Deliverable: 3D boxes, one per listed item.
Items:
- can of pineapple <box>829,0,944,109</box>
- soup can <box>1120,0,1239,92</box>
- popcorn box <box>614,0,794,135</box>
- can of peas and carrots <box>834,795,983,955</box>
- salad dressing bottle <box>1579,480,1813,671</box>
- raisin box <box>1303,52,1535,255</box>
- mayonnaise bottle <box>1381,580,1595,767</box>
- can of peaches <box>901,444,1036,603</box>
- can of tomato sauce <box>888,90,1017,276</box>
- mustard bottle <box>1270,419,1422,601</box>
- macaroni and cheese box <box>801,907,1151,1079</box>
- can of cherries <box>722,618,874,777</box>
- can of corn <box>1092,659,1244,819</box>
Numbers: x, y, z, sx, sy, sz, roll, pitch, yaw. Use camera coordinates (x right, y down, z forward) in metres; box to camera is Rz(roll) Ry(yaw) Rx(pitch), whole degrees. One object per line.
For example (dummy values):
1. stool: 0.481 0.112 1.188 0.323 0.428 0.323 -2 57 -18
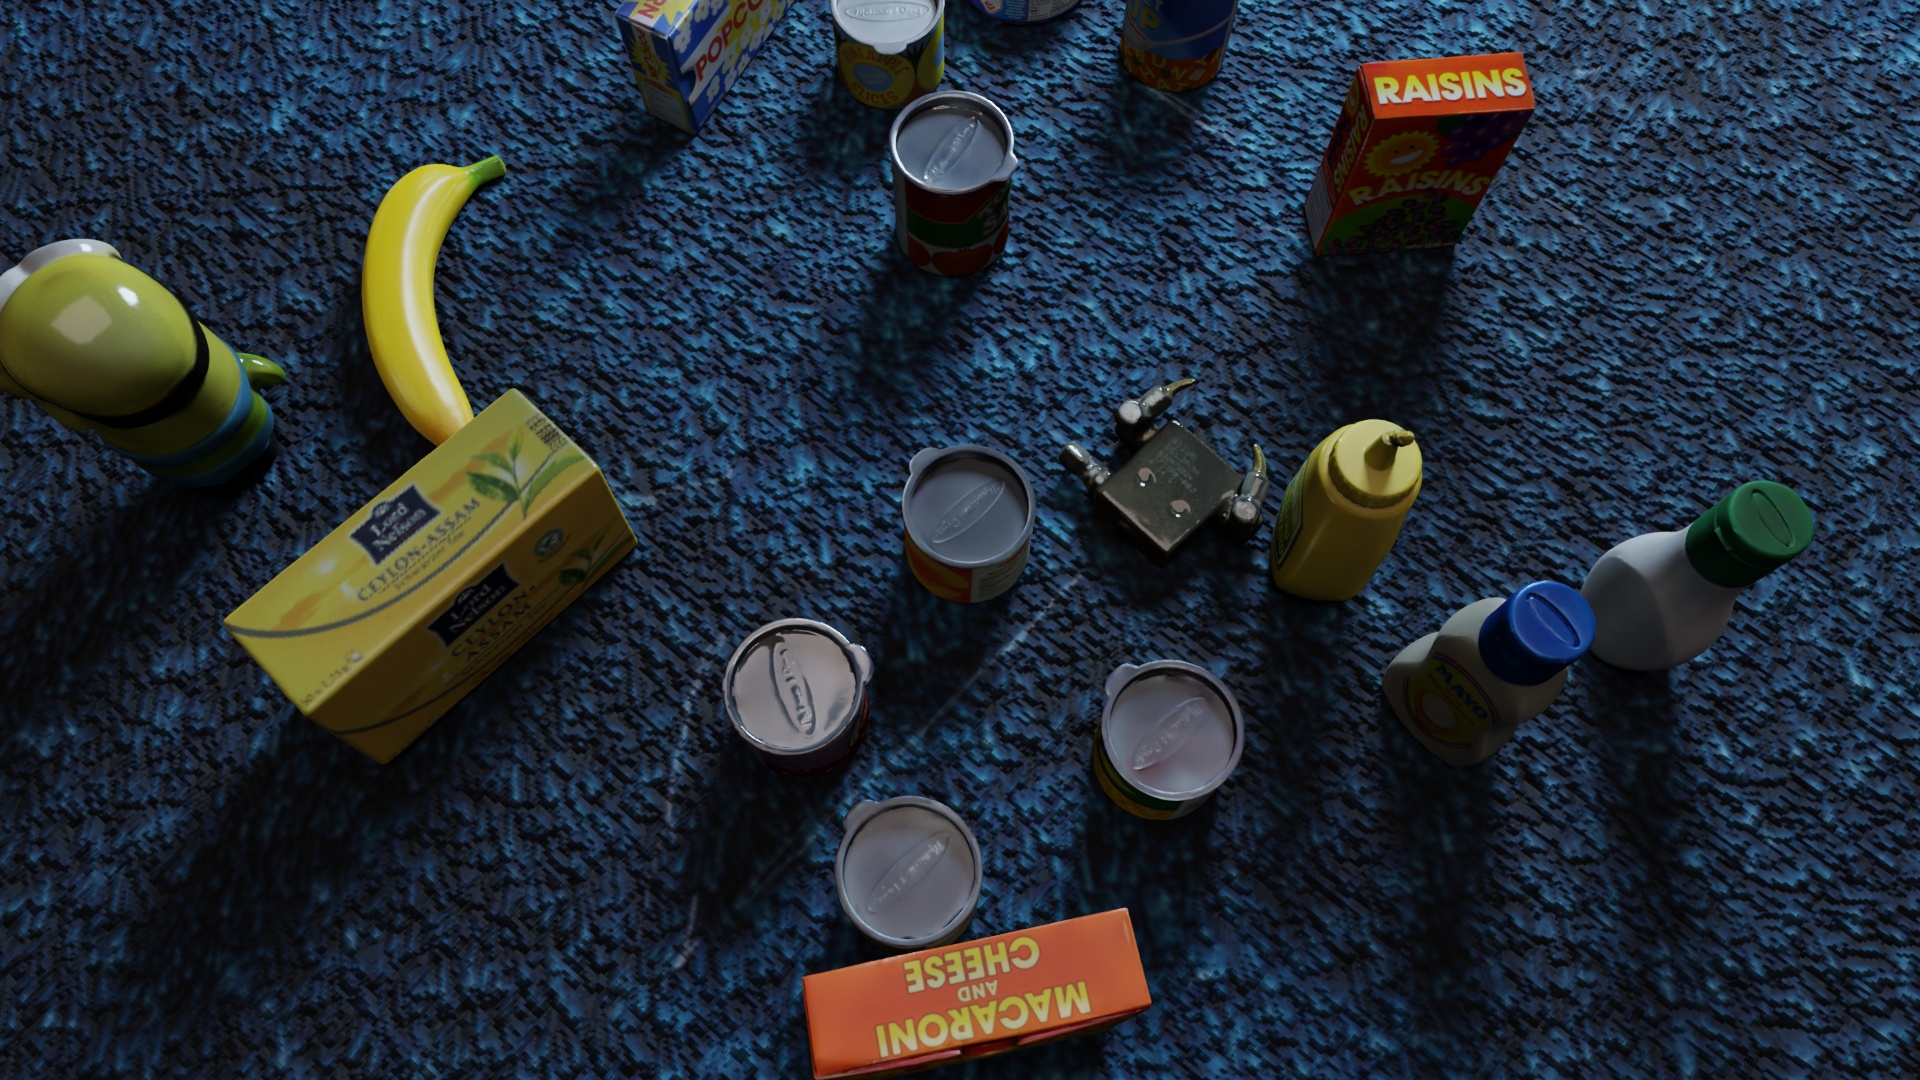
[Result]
1. can of pineapple: -0.043 -0.298 0.824 0.071 0.057 0.071 0 68 0
2. soup can: 0.128 -0.317 0.819 0.071 0.083 0.071 0 68 0
3. popcorn box: -0.145 -0.316 0.817 0.038 0.085 0.127 26 71 10
4. can of peas and carrots: -0.025 0.155 0.642 0.071 0.058 0.071 0 68 0
5. salad dressing bottle: 0.340 0.018 0.650 0.044 0.147 0.064 -19 70 -7
6. raisin box: 0.245 -0.207 0.754 0.086 0.123 0.040 -4 69 -2
7. mayonnaise bottle: 0.240 0.059 0.633 0.041 0.147 0.065 -35 73 -13
8. can of peaches: 0.003 -0.009 0.708 0.071 0.058 0.071 0 68 0
9. can of tomato sauce: -0.003 -0.195 0.769 0.071 0.082 0.071 0 68 0
10. mustard bottle: 0.185 -0.020 0.658 0.049 0.159 0.065 9 69 4
11. macaroni and cheese box: 0.006 0.192 0.569 0.124 0.166 0.040 -11 69 -4
12. can of cherries: -0.075 0.077 0.673 0.071 0.058 0.072 0 68 0
13. can of corn: 0.096 0.095 0.666 0.071 0.058 0.071 0 68 0
